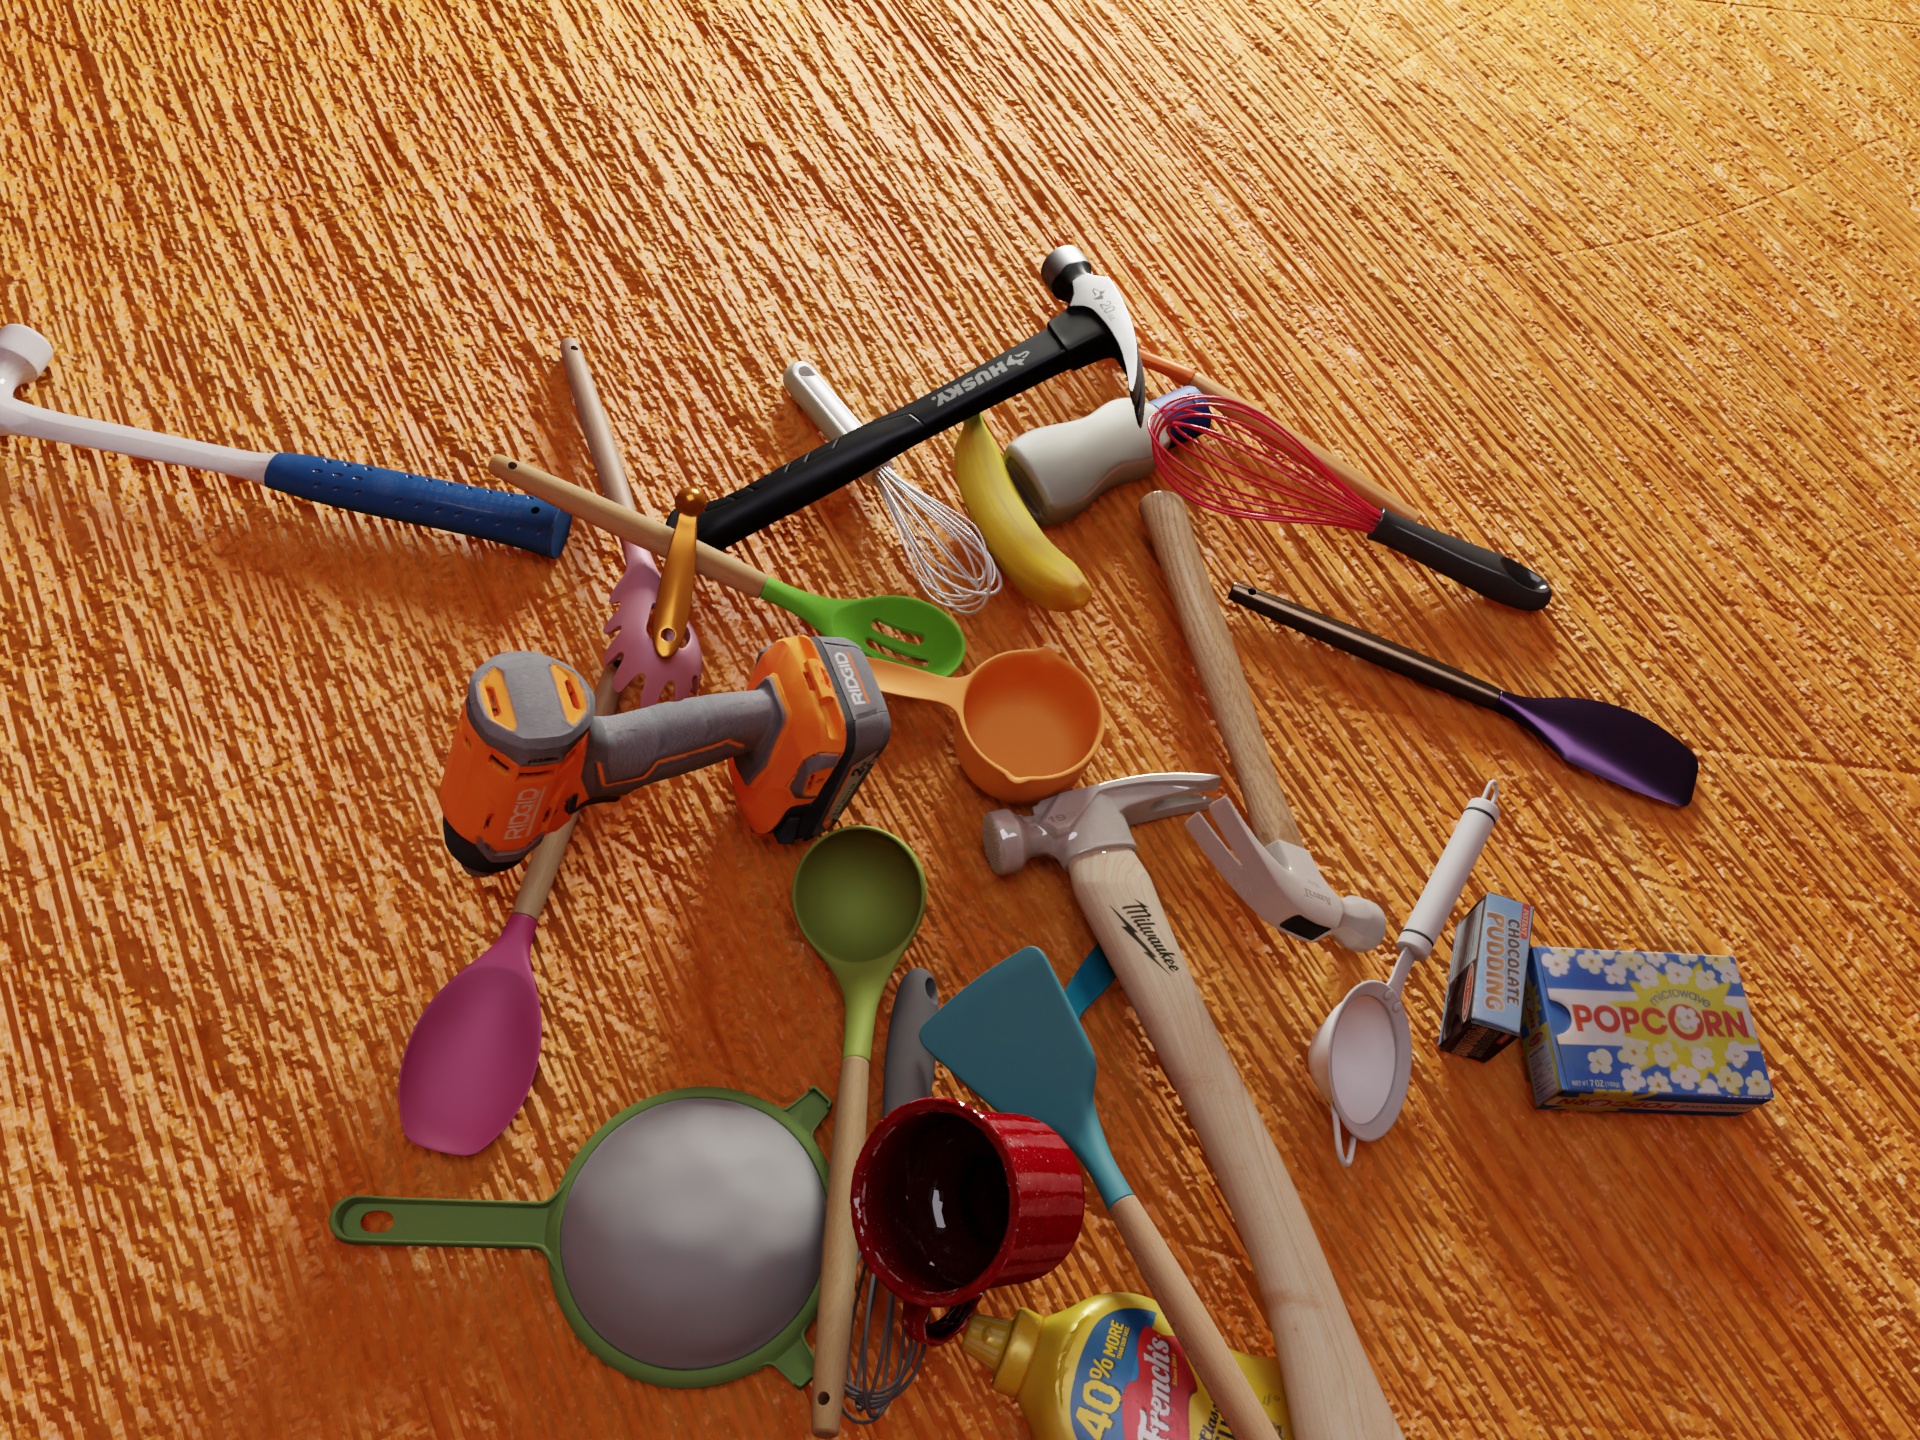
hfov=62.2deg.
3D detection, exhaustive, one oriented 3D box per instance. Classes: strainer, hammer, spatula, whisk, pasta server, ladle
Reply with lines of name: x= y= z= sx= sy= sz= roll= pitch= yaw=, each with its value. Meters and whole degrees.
strainer: x=-0.185 y=0.245 z=0.788 sx=0.256 sy=0.069 sz=0.152 roll=3 pitch=59 yaw=-5
strainer: x=0.252 y=0.134 z=0.897 sx=0.050 sy=0.086 sz=0.258 roll=4 pitch=51 yaw=49
hammer: x=0.162 y=-0.016 z=0.975 sx=0.130 sy=0.031 sz=0.332 roll=21 pitch=42 yaw=-38
spatula: x=0.086 y=0.256 z=0.772 sx=0.082 sy=0.044 sz=0.318 roll=-38 pitch=54 yaw=6
hammer: x=-0.038 y=-0.182 z=1.020 sx=0.335 sy=0.035 sz=0.146 roll=-28 pitch=55 yaw=0
hammer: x=-0.455 y=-0.158 z=1.024 sx=0.405 sy=0.035 sz=0.144 roll=12 pitch=59 yaw=2
hammer: x=0.142 y=0.197 z=0.831 sx=0.146 sy=0.038 sz=0.411 roll=-11 pitch=52 yaw=-14
spatula: x=0.189 y=-0.235 z=1.122 sx=0.323 sy=0.081 sz=0.041 roll=35 pitch=96 yaw=10
whisk: x=0.259 y=-0.139 z=1.061 sx=0.296 sy=0.073 sz=0.073 roll=24 pitch=60 yaw=-2
pasta server: x=-0.225 y=-0.139 z=1.034 sx=0.060 sy=0.040 sz=0.317 roll=2 pitch=49 yaw=-34
spatula: x=0.322 y=-0.025 z=1.027 sx=0.316 sy=0.018 sz=0.060 roll=23 pitch=59 yaw=7
whisk: x=-0.050 y=-0.161 z=1.057 sx=0.058 sy=0.059 sz=0.247 roll=-17 pitch=56 yaw=-35
ladle: x=-0.059 y=0.192 z=0.810 sx=0.078 sy=0.062 sz=0.320 roll=-9 pitch=48 yaw=12
whisk: x=-0.035 y=0.236 z=0.823 sx=0.055 sy=0.055 sz=0.239 roll=7 pitch=55 yaw=-1

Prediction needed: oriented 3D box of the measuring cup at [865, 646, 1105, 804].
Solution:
measuring cup: x=-0.002 y=-0.003 z=0.960 sx=0.173 sy=0.052 sz=0.095 roll=14 pitch=61 yaw=1

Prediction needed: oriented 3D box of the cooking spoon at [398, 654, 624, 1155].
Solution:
cooking spoon: x=-0.240 y=0.090 z=0.905 sx=0.068 sy=0.017 sz=0.319 roll=16 pitch=59 yaw=-5

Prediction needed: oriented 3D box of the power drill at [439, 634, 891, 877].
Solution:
power drill: x=-0.169 y=0.027 z=0.872 sx=0.226 sy=0.164 sz=0.084 roll=-6 pitch=58 yaw=-32

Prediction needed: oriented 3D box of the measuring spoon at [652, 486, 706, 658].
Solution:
measuring spoon: x=-0.170 y=-0.091 z=0.959 sx=0.021 sy=0.011 sz=0.117 roll=9 pitch=67 yaw=-9

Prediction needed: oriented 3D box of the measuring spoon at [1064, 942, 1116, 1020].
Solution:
measuring spoon: x=0.069 y=0.156 z=0.900 sx=0.042 sy=0.021 sz=0.129 roll=31 pitch=52 yaw=19

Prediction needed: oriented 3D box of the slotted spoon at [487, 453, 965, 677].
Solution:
slotted spoon: x=-0.145 y=-0.095 z=0.988 sx=0.313 sy=0.031 sz=0.070 roll=24 pitch=59 yaw=-5
